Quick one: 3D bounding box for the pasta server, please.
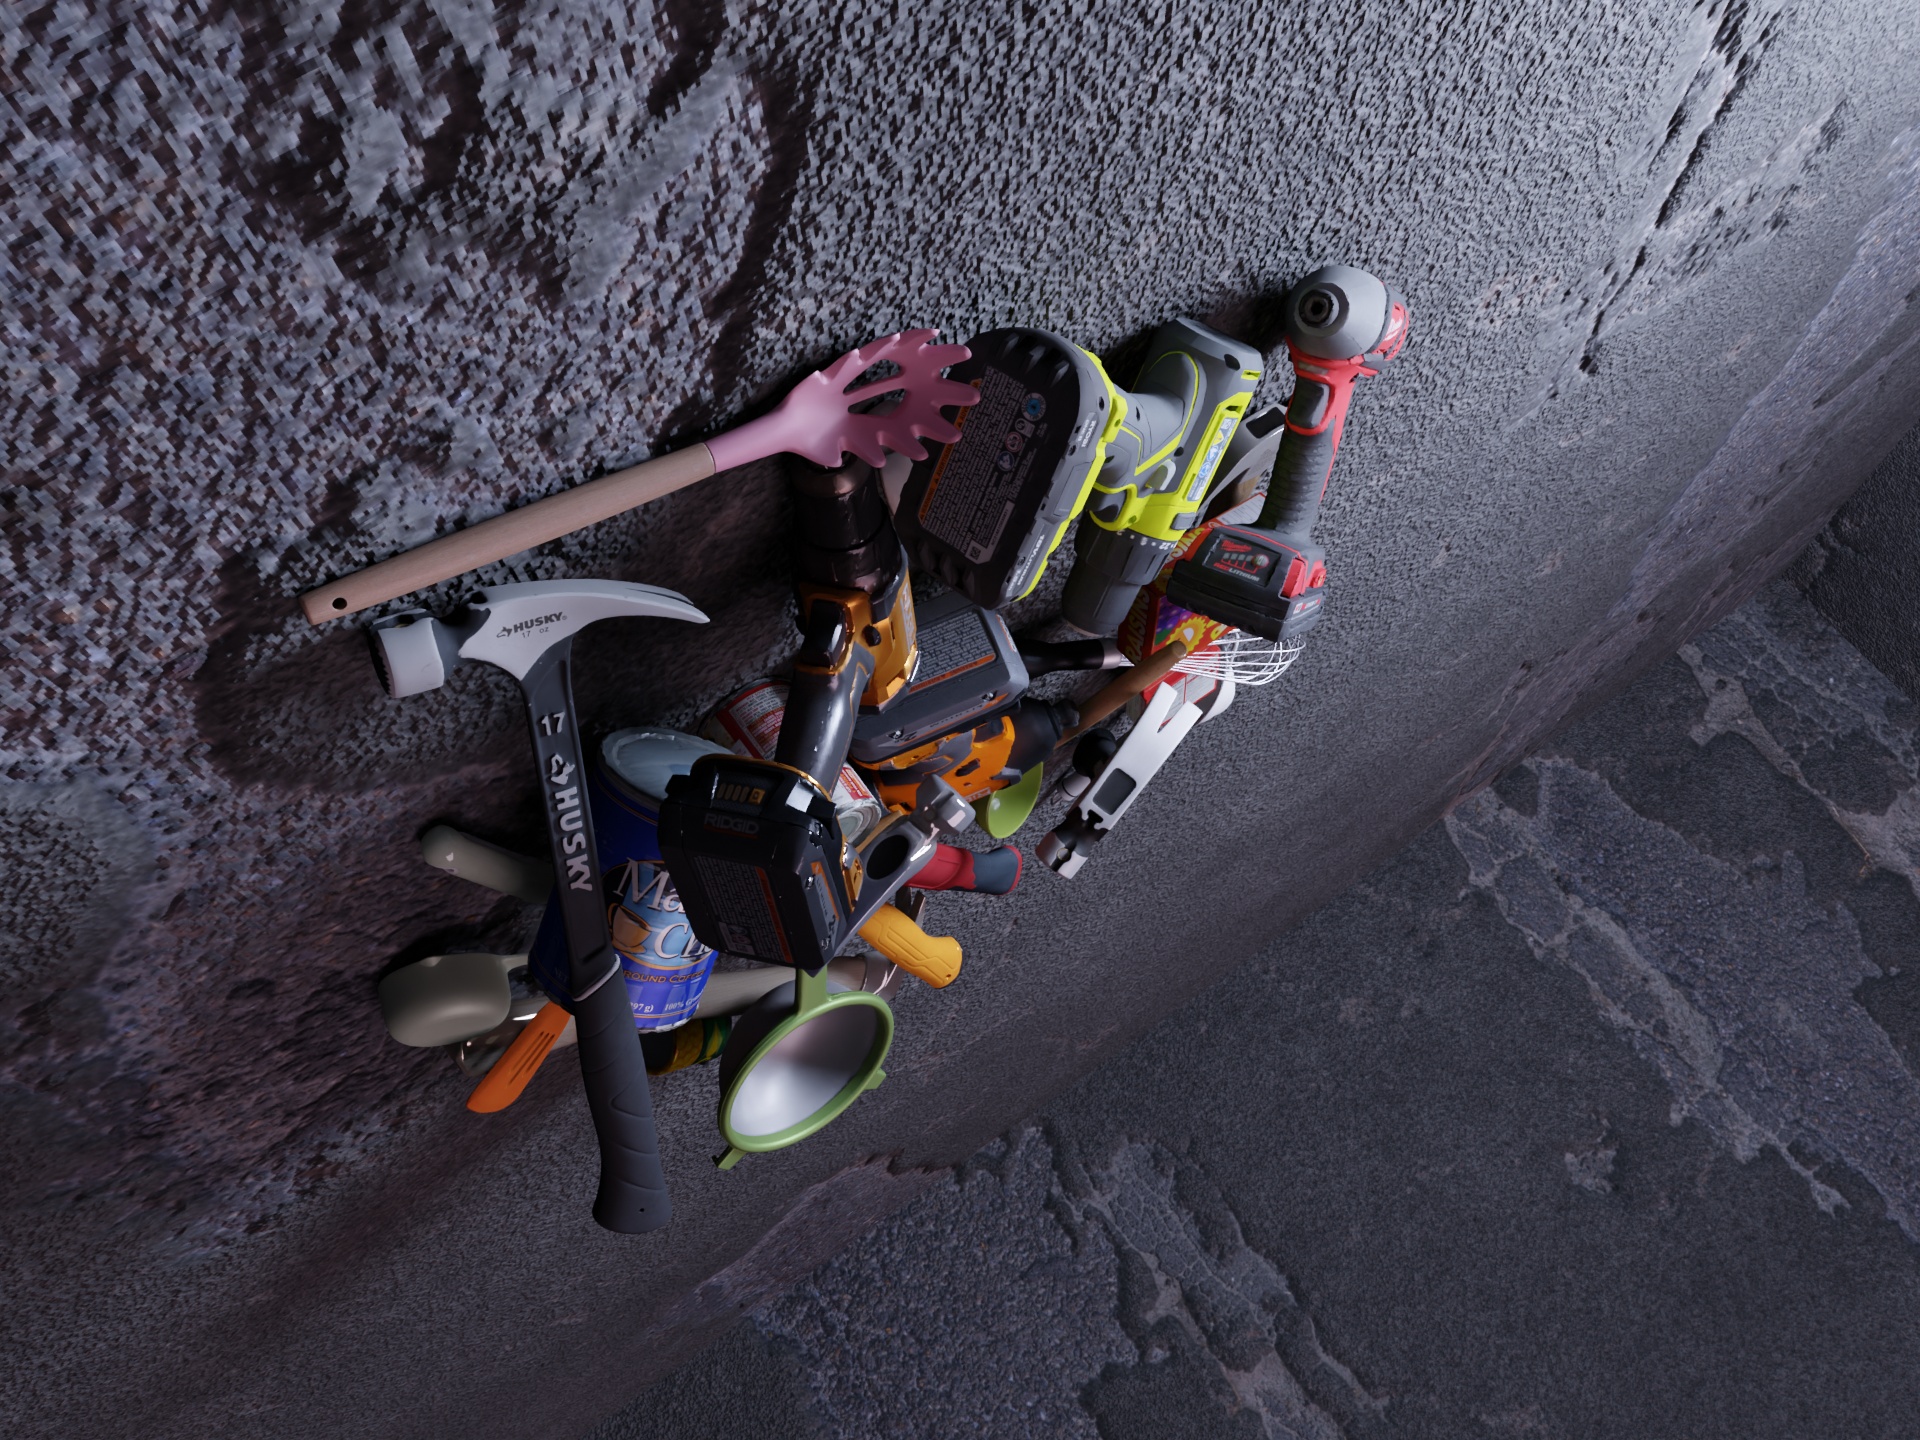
[{"bbox_3d":[-0.133,-0.106,0.704,0.316,0.040,0.060,-26,119,-23],"label":"pasta server"}]

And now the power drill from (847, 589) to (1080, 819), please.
[{"bbox_3d":[-0.002,-0.003,1.039,0.164,0.084,0.226,-22,160,-2],"label":"power drill"}]

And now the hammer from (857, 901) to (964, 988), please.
[{"bbox_3d":[-0.084,0.140,1.173,0.127,0.034,0.336,-45,144,-1],"label":"hammer"}]

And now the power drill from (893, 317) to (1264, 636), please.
[{"bbox_3d":[0.067,-0.125,0.865,0.228,0.080,0.190,-14,134,-56],"label":"power drill"}]

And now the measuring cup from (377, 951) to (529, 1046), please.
[{"bbox_3d":[-0.269,0.164,0.976,0.167,0.038,0.083,-11,157,-11],"label":"measuring cup"}]

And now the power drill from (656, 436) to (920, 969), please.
[{"bbox_3d":[-0.076,-0.014,0.794,0.185,0.084,0.226,84,18,-54],"label":"power drill"}]

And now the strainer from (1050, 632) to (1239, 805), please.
[{"bbox_3d":[0.165,0.008,1.388,0.050,0.087,0.258,29,130,-27],"label":"strainer"}]

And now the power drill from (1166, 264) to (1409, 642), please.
[{"bbox_3d":[0.204,-0.165,0.963,0.143,0.078,0.219,-18,128,-64],"label":"power drill"}]

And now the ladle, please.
[{"bbox_3d":[0.087,0.014,1.170,0.078,0.062,0.320,-47,-176,-31],"label":"ladle"}]

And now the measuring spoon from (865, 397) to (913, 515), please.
[{"bbox_3d":[-0.031,-0.130,0.844,0.034,0.018,0.124,-35,160,-6],"label":"measuring spoon"}]

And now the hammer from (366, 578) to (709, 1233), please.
[{"bbox_3d":[-0.185,0.113,0.814,0.149,0.036,0.408,-18,125,-26],"label":"hammer"}]

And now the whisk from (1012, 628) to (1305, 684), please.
[{"bbox_3d":[0.133,-0.050,1.156,0.284,0.070,0.070,-6,146,-26],"label":"whisk"}]

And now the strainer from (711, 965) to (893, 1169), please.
[{"bbox_3d":[-0.123,0.200,1.140,0.151,0.069,0.256,-23,137,-31],"label":"strainer"}]

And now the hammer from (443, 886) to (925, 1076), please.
[{"bbox_3d":[-0.187,0.194,1.162,0.410,0.038,0.146,2,116,-49],"label":"hammer"}]

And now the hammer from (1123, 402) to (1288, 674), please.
[{"bbox_3d":[0.173,-0.112,1.190,0.130,0.031,0.331,-27,157,-26],"label":"hammer"}]

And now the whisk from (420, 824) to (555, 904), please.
[{"bbox_3d":[-0.244,0.099,0.954,0.059,0.058,0.246,-70,158,-11],"label":"whisk"}]

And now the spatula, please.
[{"bbox_3d":[-0.172,0.150,1.020,0.322,0.041,0.081,-30,166,-7],"label":"spatula"}]

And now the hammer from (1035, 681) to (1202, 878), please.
[{"bbox_3d":[0.114,0.031,1.225,0.146,0.035,0.335,-52,180,5],"label":"hammer"}]

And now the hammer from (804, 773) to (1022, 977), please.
[{"bbox_3d":[-0.018,0.117,1.136,0.143,0.038,0.386,-47,167,2],"label":"hammer"}]
